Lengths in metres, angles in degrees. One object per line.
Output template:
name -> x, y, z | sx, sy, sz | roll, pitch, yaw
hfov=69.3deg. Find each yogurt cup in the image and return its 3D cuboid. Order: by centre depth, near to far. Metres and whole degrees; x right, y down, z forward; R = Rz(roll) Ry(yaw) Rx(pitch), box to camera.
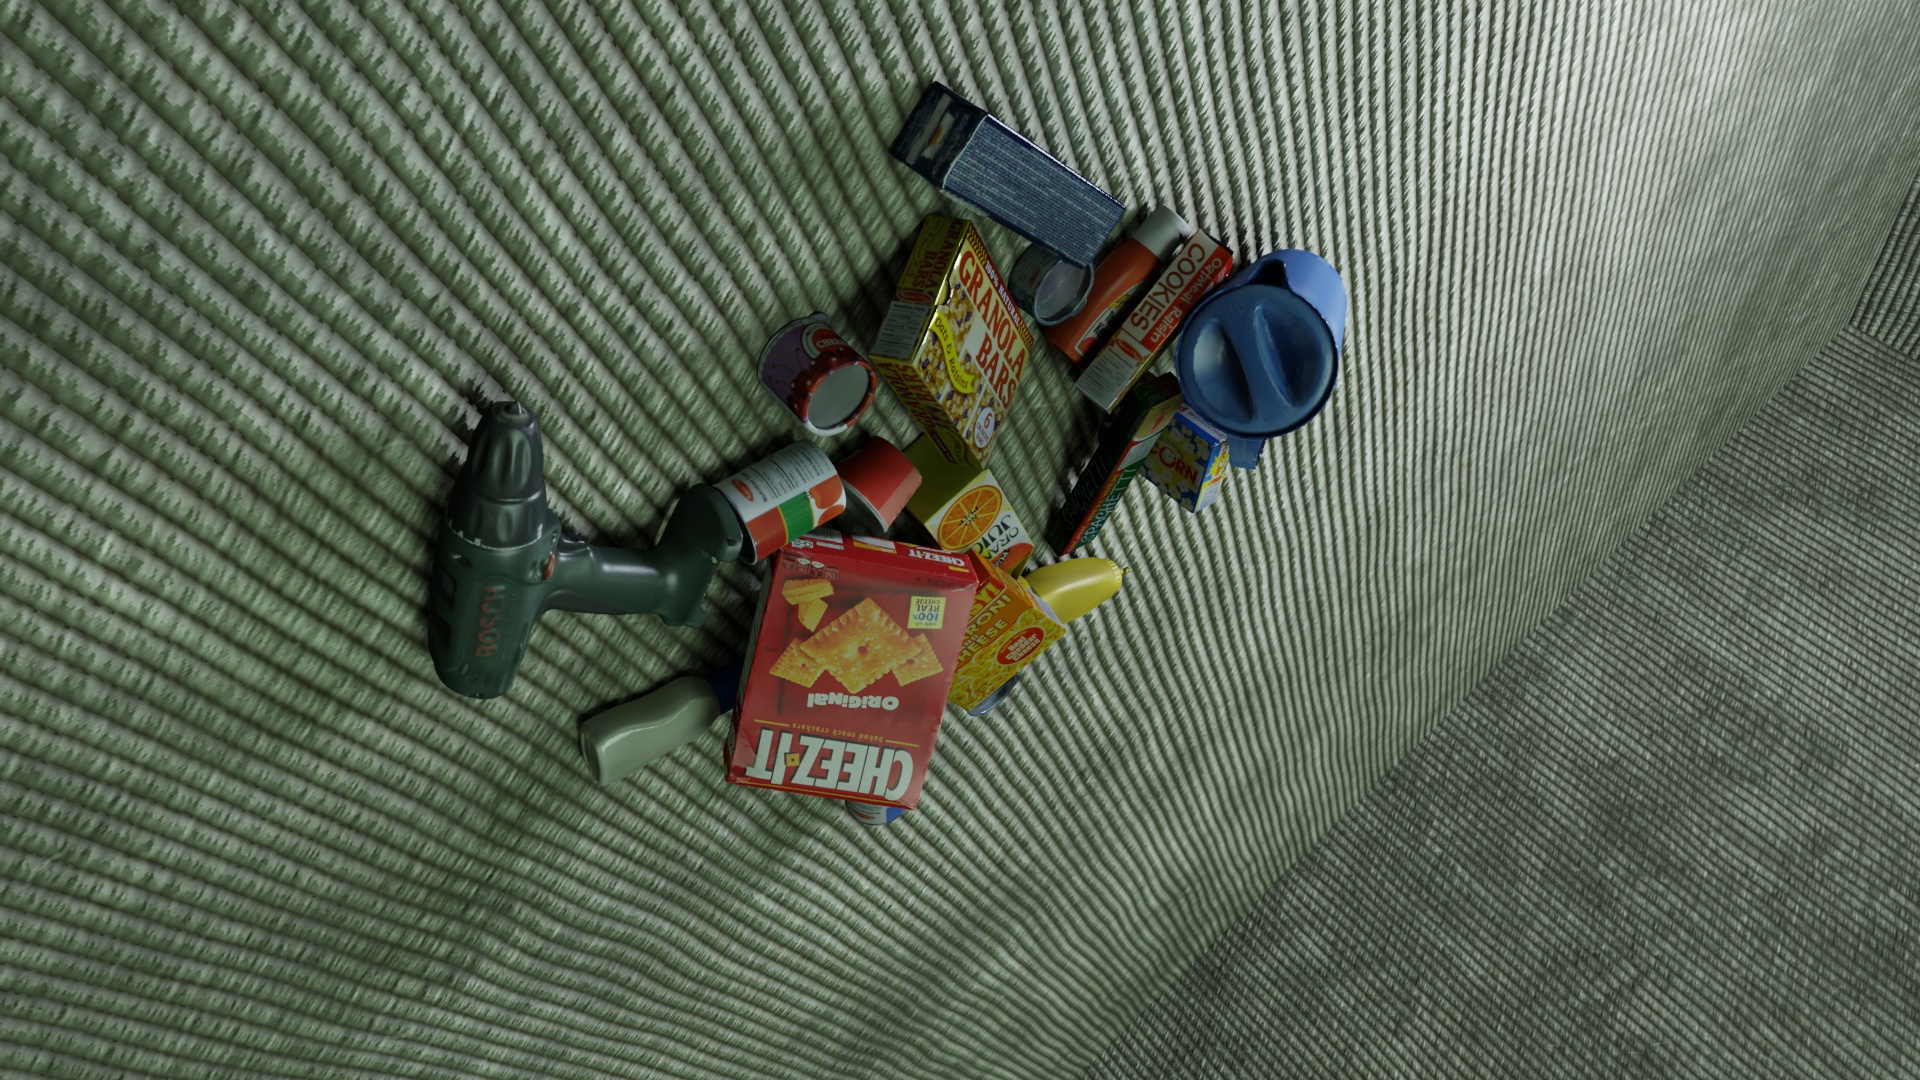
yogurt cup -> -0.068, -0.047, 1.116 | 0.054, 0.072, 0.072 | -47, 150, -14

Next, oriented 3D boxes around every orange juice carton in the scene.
orange juice carton -> 0.004, -0.015, 1.229 | 0.073, 0.072, 0.192 | -42, 148, -5

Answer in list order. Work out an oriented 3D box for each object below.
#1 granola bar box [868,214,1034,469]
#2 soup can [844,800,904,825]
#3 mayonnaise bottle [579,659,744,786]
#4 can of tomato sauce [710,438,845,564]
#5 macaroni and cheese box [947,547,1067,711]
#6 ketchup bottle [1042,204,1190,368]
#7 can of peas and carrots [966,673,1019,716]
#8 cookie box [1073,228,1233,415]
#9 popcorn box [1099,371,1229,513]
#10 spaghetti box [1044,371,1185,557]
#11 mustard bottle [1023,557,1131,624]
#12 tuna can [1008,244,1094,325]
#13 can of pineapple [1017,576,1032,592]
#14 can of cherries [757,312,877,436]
granola bar box -> -0.001, -0.147, 1.056 | 0.124, 0.039, 0.165 | -69, 153, -18
soup can -> -0.086, 0.239, 1.418 | 0.071, 0.071, 0.083 | -30, 144, -25
mayonnaise bottle -> -0.240, 0.146, 1.152 | 0.149, 0.041, 0.064 | -26, 143, -32
can of tomato sauce -> -0.139, -0.029, 1.049 | 0.083, 0.071, 0.070 | -31, 146, -24
macaroni and cheese box -> 0.010, 0.084, 1.247 | 0.123, 0.040, 0.166 | -40, 147, 8
ketchup bottle -> 0.134, -0.217, 1.181 | 0.148, 0.043, 0.064 | -50, 158, 5
can of peas and carrots -> 0.016, 0.136, 1.428 | 0.071, 0.059, 0.070 | -31, 146, -24
cookie box -> 0.169, -0.186, 1.214 | 0.167, 0.040, 0.123 | -51, 176, 7
popcorn box -> 0.194, -0.096, 1.311 | 0.038, 0.127, 0.084 | -29, 145, -32
spaghetti box -> 0.143, -0.066, 1.318 | 0.050, 0.029, 0.248 | -26, 159, -31
mustard bottle -> 0.123, 0.050, 1.466 | 0.161, 0.049, 0.065 | -16, 137, -40
tuna can -> 0.075, -0.210, 1.129 | 0.071, 0.033, 0.070 | -30, 145, -24
can of pineapple -> 0.031, 0.059, 1.351 | 0.058, 0.071, 0.071 | 11, 117, -55
can of cherries -> -0.101, -0.119, 0.998 | 0.072, 0.058, 0.071 | -30, 146, -24
